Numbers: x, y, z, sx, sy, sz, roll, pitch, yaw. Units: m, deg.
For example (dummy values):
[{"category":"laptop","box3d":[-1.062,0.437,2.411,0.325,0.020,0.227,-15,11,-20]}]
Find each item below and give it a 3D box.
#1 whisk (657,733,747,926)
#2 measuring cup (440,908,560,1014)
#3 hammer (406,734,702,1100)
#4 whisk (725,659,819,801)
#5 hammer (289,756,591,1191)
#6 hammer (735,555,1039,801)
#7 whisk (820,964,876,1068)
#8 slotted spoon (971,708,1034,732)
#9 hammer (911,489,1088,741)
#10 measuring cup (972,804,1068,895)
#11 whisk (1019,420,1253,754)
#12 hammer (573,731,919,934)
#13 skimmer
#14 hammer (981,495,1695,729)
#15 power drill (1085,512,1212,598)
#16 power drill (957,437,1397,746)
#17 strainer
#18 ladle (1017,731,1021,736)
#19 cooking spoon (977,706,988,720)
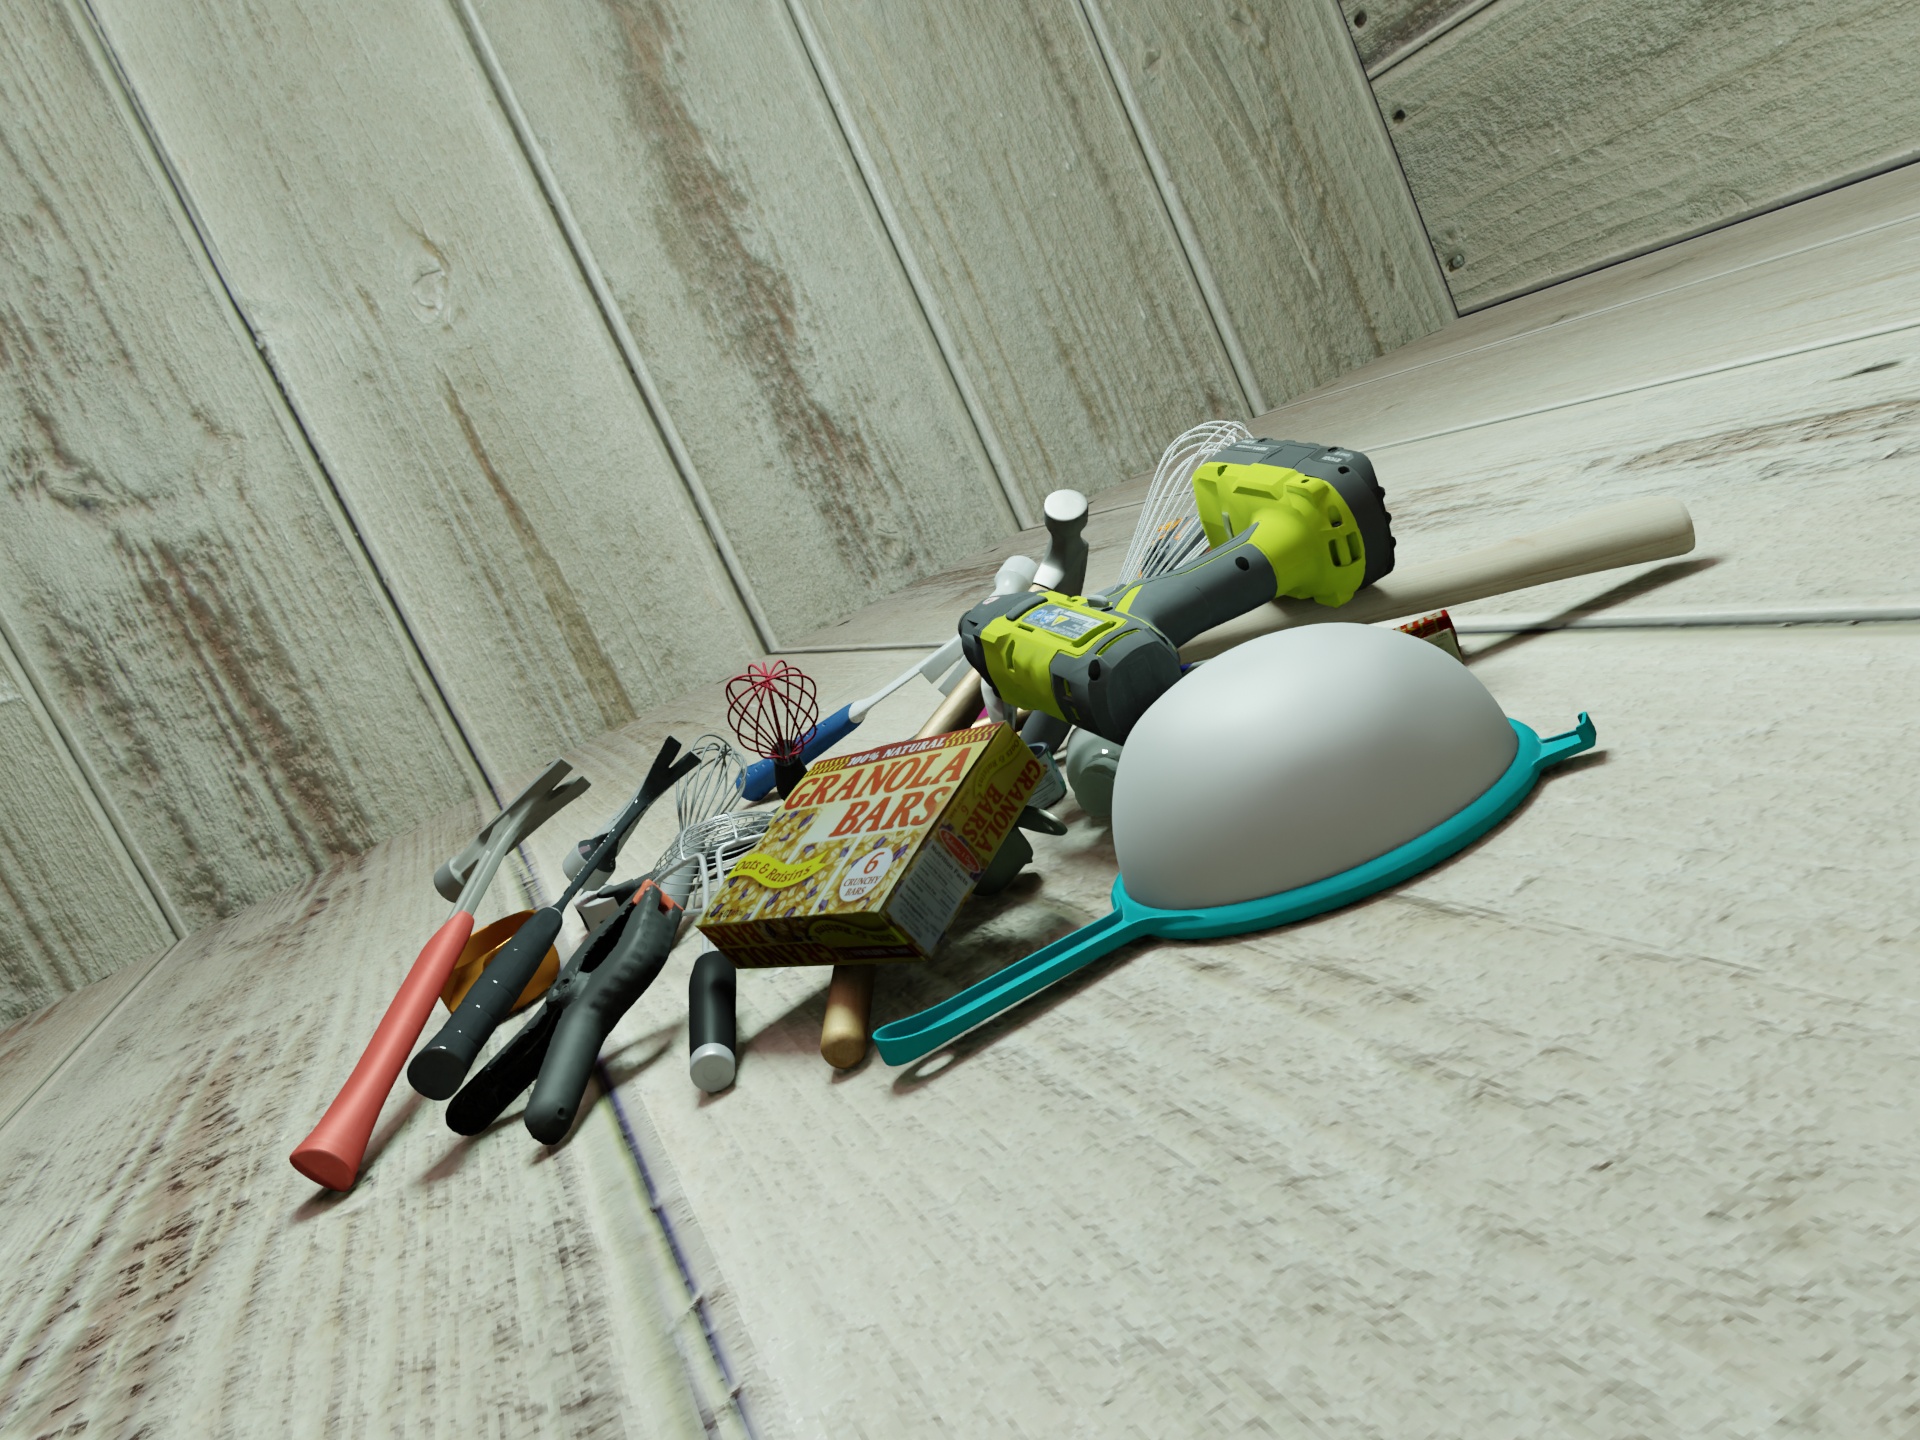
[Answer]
[{"category":"whisk","box3d":[-0.202,0.089,1.179,0.055,0.055,0.239,-21,30,20]},{"category":"measuring cup","box3d":[-0.326,0.189,1.106,0.095,0.052,0.174,-27,15,-4]},{"category":"hammer","box3d":[-0.261,0.124,1.032,0.149,0.036,0.409,-49,8,16]},{"category":"whisk","box3d":[-0.142,0.020,1.281,0.073,0.073,0.295,-26,-16,-10]},{"category":"hammer","box3d":[-0.338,0.159,1.032,0.149,0.036,0.359,-39,20,20]},{"category":"hammer","box3d":[-0.086,-0.009,1.368,0.405,0.035,0.144,-32,17,48]},{"category":"whisk","box3d":[-0.058,0.120,0.836,0.051,0.047,0.245,-41,11,9]},{"category":"slotted spoon","box3d":[0.064,-0.009,1.158,0.313,0.031,0.070,-21,-17,-12]},{"category":"hammer","box3d":[-0.002,-0.003,1.054,0.031,0.130,0.331,24,58,20]},{"category":"measuring cup","box3d":[0.013,0.064,0.839,0.038,0.083,0.167,-50,12,-13]},{"category":"whisk","box3d":[0.115,-0.082,1.095,0.284,0.070,0.070,-58,1,15]},{"category":"hammer","box3d":[-0.150,0.084,1.274,0.335,0.035,0.146,-26,9,-12]},{"category":"skimmer","box3d":[-0.135,0.141,0.949,0.127,0.090,0.363,-21,20,-1]},{"category":"hammer","box3d":[0.213,-0.060,0.925,0.410,0.038,0.146,-13,23,10]},{"category":"power drill","box3d":[0.112,-0.080,1.285,0.226,0.084,0.164,-24,11,32]},{"category":"power drill","box3d":[0.115,-0.076,0.891,0.223,0.080,0.171,-31,28,-20]},{"category":"strainer","box3d":[0.098,0.038,0.725,0.340,0.095,0.211,-26,10,-17]},{"category":"ladle","box3d":[0.033,0.023,1.179,0.069,0.031,0.315,-8,16,40]},{"category":"cooking spoon","box3d":[0.116,-0.045,1.359,0.319,0.017,0.069,-25,10,0]}]
